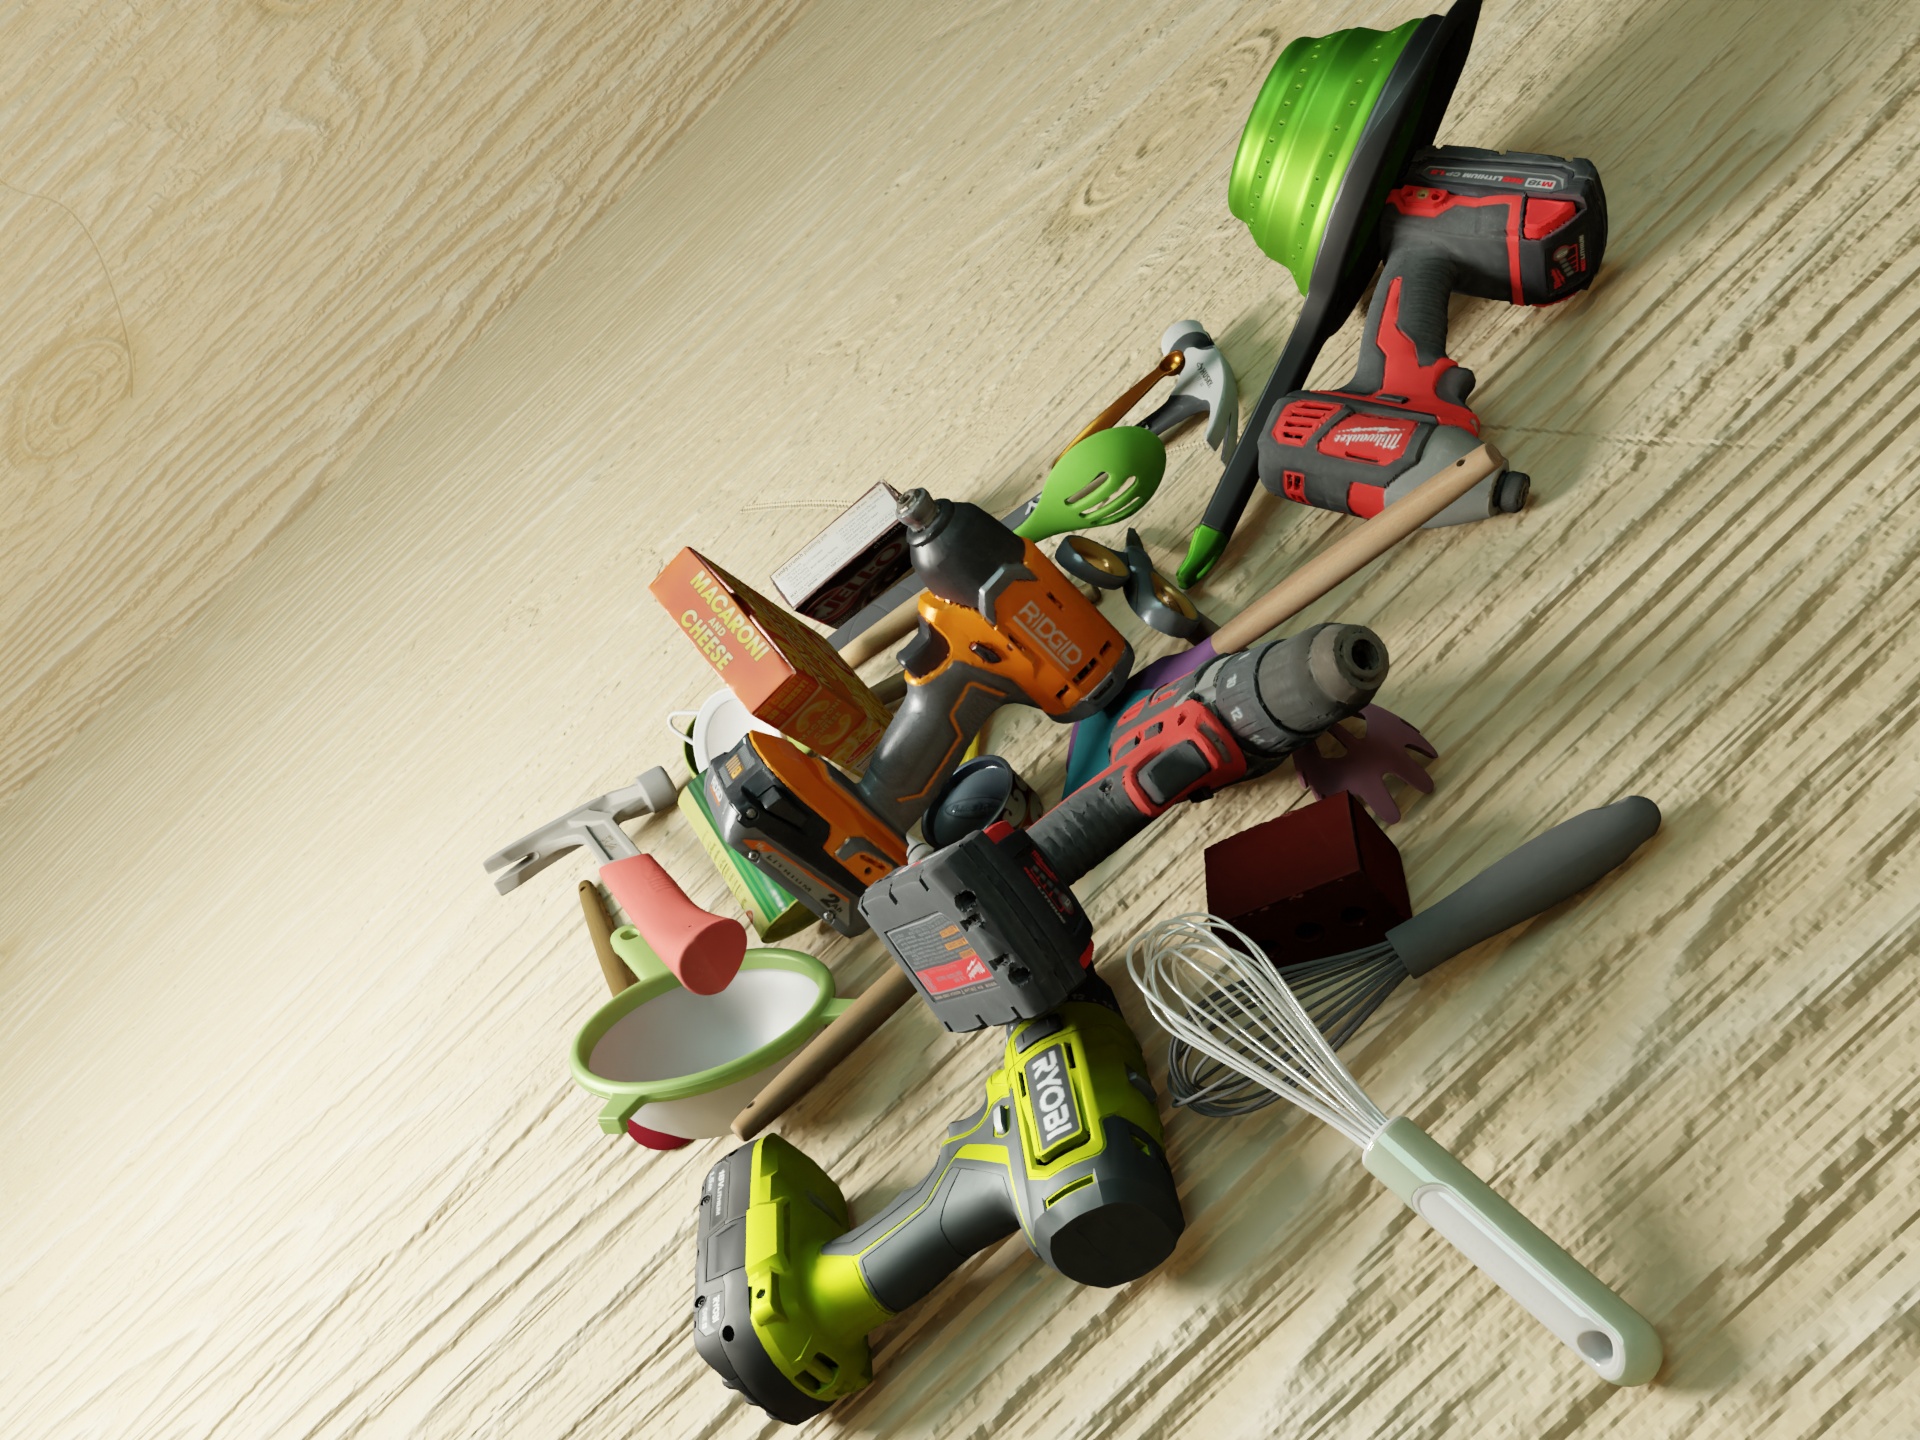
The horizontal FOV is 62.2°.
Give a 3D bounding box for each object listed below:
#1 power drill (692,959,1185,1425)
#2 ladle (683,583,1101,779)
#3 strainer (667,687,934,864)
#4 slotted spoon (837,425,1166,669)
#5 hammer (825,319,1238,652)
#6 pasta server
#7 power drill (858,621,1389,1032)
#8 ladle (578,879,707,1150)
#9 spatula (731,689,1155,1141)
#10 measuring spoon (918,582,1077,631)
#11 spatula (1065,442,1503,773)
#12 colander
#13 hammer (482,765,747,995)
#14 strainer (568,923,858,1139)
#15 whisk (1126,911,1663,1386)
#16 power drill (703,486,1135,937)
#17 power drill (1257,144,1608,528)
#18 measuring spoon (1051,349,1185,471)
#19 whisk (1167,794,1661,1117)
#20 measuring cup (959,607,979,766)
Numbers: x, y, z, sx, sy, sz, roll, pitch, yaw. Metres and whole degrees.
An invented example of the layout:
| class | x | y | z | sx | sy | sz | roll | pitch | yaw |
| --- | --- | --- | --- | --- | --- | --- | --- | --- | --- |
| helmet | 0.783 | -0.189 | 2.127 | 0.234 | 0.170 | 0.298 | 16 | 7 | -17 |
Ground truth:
| class | x | y | z | sx | sy | sz | roll | pitch | yaw |
| --- | --- | --- | --- | --- | --- | --- | --- | --- | --- |
| power drill | -0.012 | 0.207 | 0.749 | 0.228 | 0.080 | 0.191 | -34 | 30 | 14 |
| ladle | -0.052 | -0.026 | 1.069 | 0.320 | 0.062 | 0.078 | -25 | 58 | 24 |
| strainer | -0.093 | 0.045 | 1.012 | 0.259 | 0.050 | 0.086 | 29 | 117 | 39 |
| slotted spoon | 0.008 | -0.094 | 1.033 | 0.313 | 0.070 | 0.031 | -31 | 47 | 37 |
| hammer | 0.020 | -0.120 | 1.113 | 0.409 | 0.036 | 0.149 | -34 | 35 | 17 |
| pasta server | 0.154 | -0.031 | 0.874 | 0.060 | 0.040 | 0.316 | -44 | 29 | 3 |
| power drill | 0.080 | 0.038 | 0.723 | 0.227 | 0.080 | 0.188 | -37 | 2 | -28 |
| ladle | -0.223 | 0.179 | 1.061 | 0.069 | 0.031 | 0.316 | -41 | 31 | -3 |
| spatula | -0.005 | 0.098 | 0.835 | 0.317 | 0.044 | 0.082 | -41 | 11 | -23 |
| measuring spoon | 0.027 | -0.072 | 1.065 | 0.124 | 0.034 | 0.018 | -16 | 5 | 30 |
| spatula | 0.153 | -0.049 | 0.828 | 0.316 | 0.018 | 0.060 | -38 | 30 | 44 |
| colander | 0.189 | -0.273 | 0.964 | 0.094 | 0.204 | 0.397 | 26 | 88 | 13 |
| hammer | -0.218 | 0.109 | 1.033 | 0.149 | 0.036 | 0.359 | -30 | 20 | -15 |
| strainer | -0.159 | 0.183 | 0.936 | 0.151 | 0.069 | 0.256 | -21 | 18 | -21 |
| whisk | 0.153 | 0.153 | 0.598 | 0.247 | 0.059 | 0.057 | 40 | 127 | 38 |
| power drill | -0.033 | -0.010 | 0.866 | 0.226 | 0.164 | 0.084 | -45 | 29 | 3 |
| power drill | 0.269 | -0.204 | 0.875 | 0.143 | 0.078 | 0.220 | 19 | 72 | 31 |
| measuring spoon | 0.107 | -0.204 | 1.067 | 0.117 | 0.011 | 0.021 | -41 | 37 | 14 |
| whisk | 0.189 | 0.100 | 0.676 | 0.239 | 0.055 | 0.055 | -33 | 34 | 10 |
| measuring cup | -0.002 | -0.003 | 0.988 | 0.062 | 0.029 | 0.157 | -6 | 58 | 27 |
